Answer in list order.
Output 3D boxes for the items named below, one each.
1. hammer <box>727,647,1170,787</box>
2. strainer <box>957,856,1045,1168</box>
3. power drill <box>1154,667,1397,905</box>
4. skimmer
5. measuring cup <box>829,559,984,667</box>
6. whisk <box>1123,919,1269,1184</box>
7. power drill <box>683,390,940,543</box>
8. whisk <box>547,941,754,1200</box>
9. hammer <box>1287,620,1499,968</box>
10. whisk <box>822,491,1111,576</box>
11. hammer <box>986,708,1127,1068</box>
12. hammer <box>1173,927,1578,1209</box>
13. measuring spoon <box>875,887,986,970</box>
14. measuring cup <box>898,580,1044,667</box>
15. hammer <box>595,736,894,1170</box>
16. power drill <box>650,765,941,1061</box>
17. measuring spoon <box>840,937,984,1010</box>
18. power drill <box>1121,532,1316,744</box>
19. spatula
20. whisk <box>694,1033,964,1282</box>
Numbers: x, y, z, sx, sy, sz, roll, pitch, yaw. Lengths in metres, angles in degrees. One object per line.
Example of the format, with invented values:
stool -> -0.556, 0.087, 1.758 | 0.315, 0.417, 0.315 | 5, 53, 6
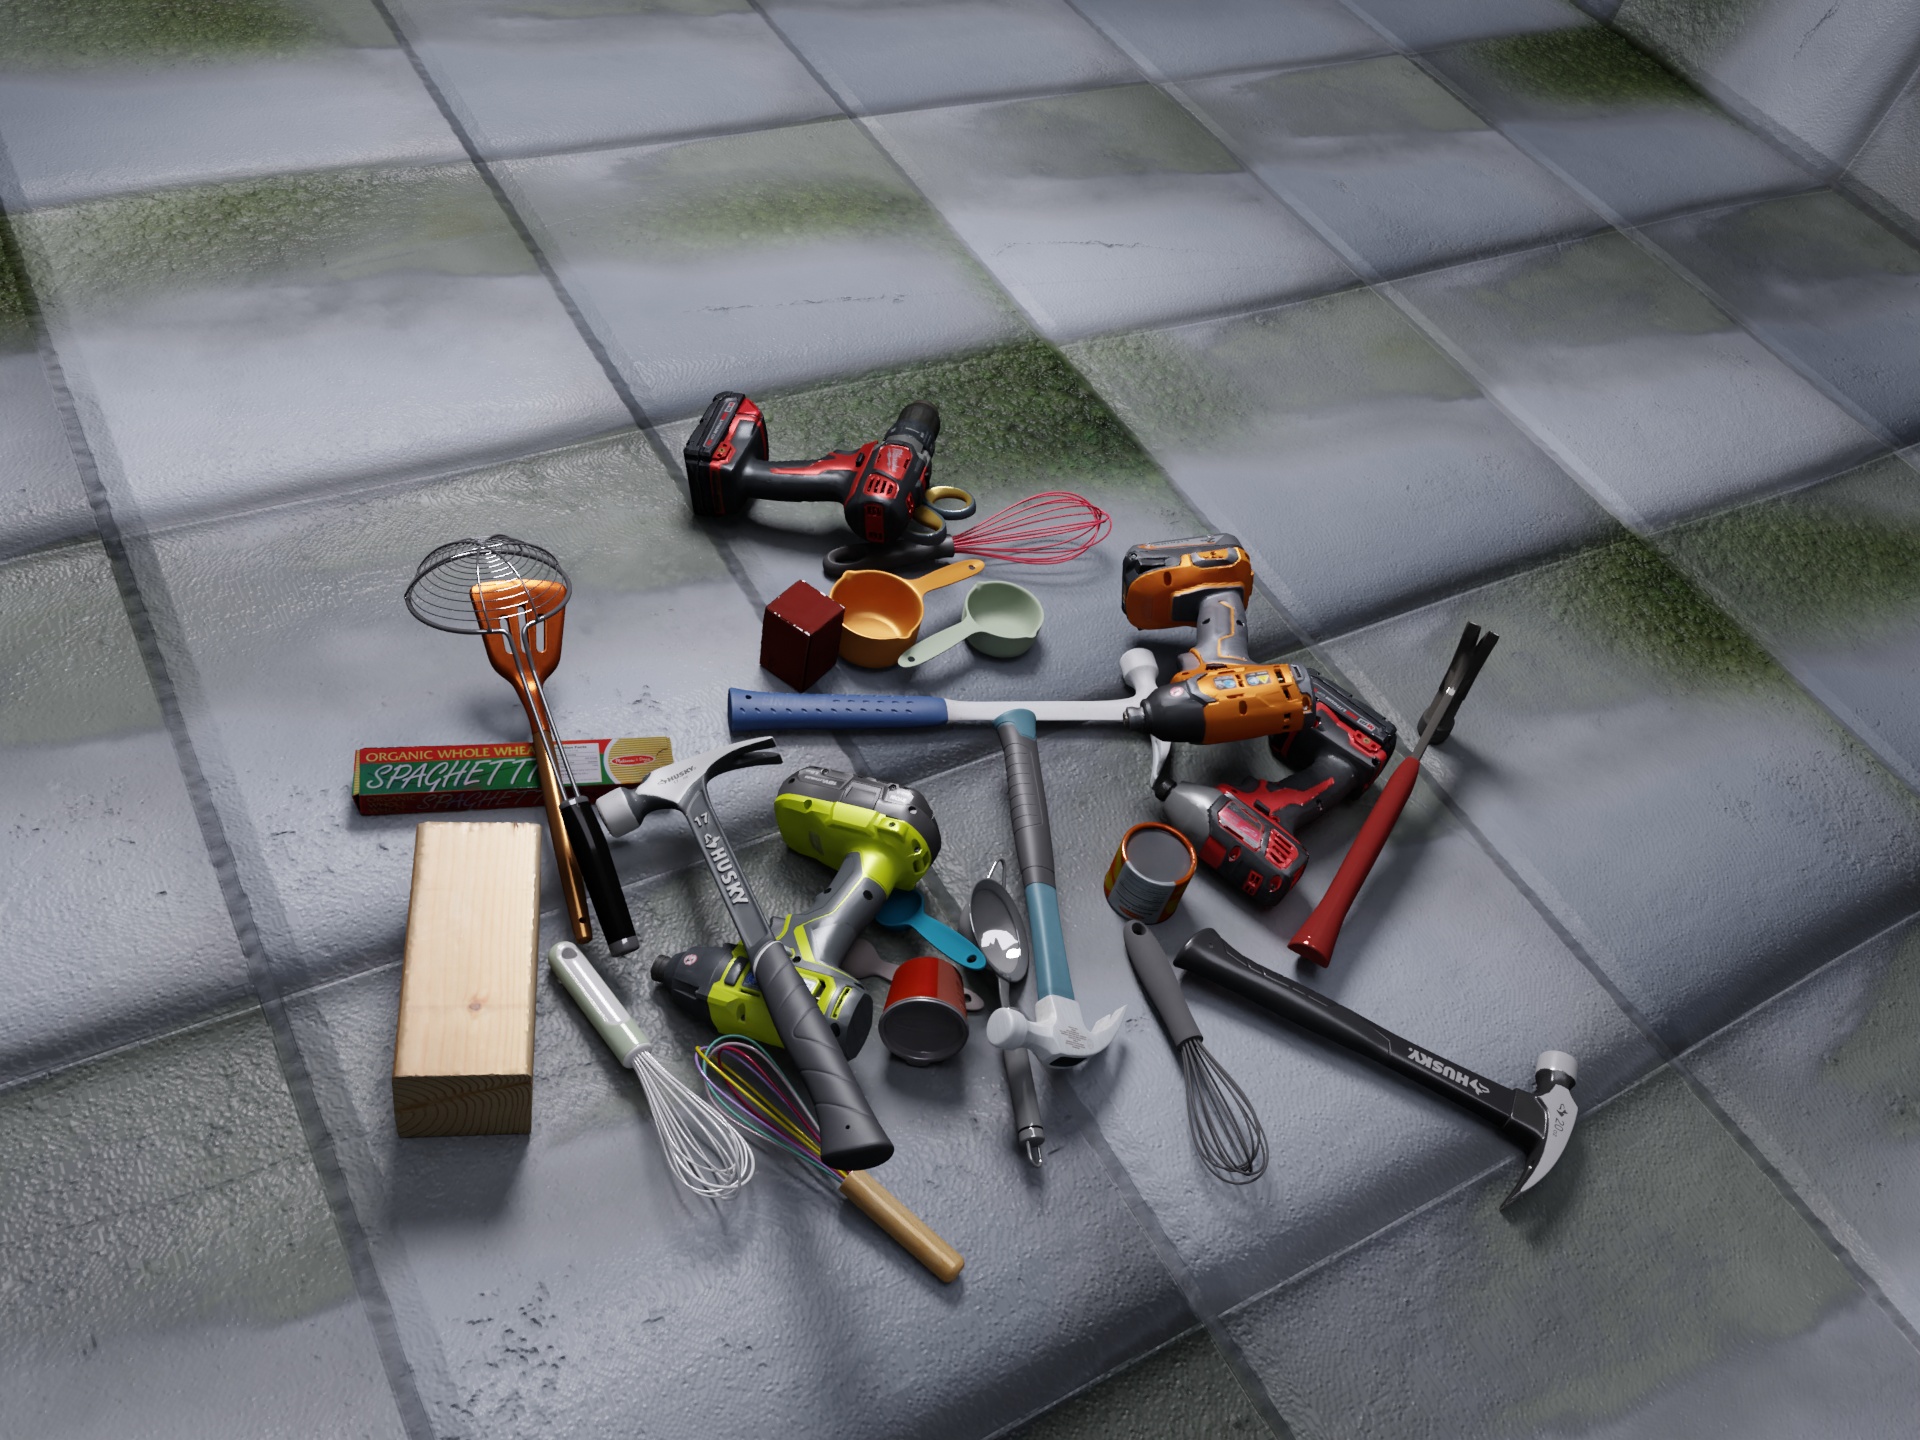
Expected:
hammer -> -0.002, -0.005, 1.419 | 0.405, 0.035, 0.144 | 0, 50, -14
strainer -> 0.033, 0.222, 1.222 | 0.086, 0.050, 0.259 | 39, 30, -44
power drill -> 0.279, 0.055, 1.415 | 0.143, 0.078, 0.220 | 37, 54, 18
skimmer -> -0.326, 0.015, 1.239 | 0.127, 0.090, 0.363 | -17, 80, -28
measuring cup -> -0.049, -0.105, 1.485 | 0.173, 0.052, 0.095 | -25, 60, -33
whisk -> 0.175, 0.252, 1.239 | 0.055, 0.055, 0.239 | -6, 47, -19
power drill -> -0.135, -0.259, 1.547 | 0.227, 0.080, 0.188 | 10, 47, 10
whisk -> -0.227, 0.245, 1.139 | 0.058, 0.059, 0.247 | -17, 51, -41
hammer -> 0.379, 0.071, 1.396 | 0.037, 0.149, 0.359 | 28, 55, 16
whisk -> 0.009, -0.175, 1.559 | 0.295, 0.073, 0.073 | -11, 53, -14
hammer -> 0.062, 0.124, 1.280 | 0.128, 0.033, 0.331 | 24, 43, -33
hammer -> 0.326, 0.259, 1.268 | 0.335, 0.035, 0.146 | 26, 48, 7
measuring spoon -> -0.020, 0.170, 1.244 | 0.042, 0.021, 0.129 | -37, 39, -22
measuring cup -> 0.005, -0.074, 1.479 | 0.167, 0.038, 0.083 | -29, 62, -32
hammer -> -0.140, 0.157, 1.144 | 0.149, 0.036, 0.409 | -27, 46, -9
power drill -> -0.121, 0.145, 1.224 | 0.171, 0.080, 0.223 | 12, 49, 19
measuring spoon -> -0.039, 0.199, 1.245 | 0.124, 0.018, 0.034 | 20, 48, 3
power drill -> 0.210, -0.068, 1.435 | 0.164, 0.084, 0.227 | -8, 44, -4
spatula -> -0.328, 0.027, 1.264 | 0.081, 0.041, 0.323 | -3, 58, -28
whisk -> -0.094, 0.308, 1.125 | 0.245, 0.047, 0.051 | 38, 53, 13
